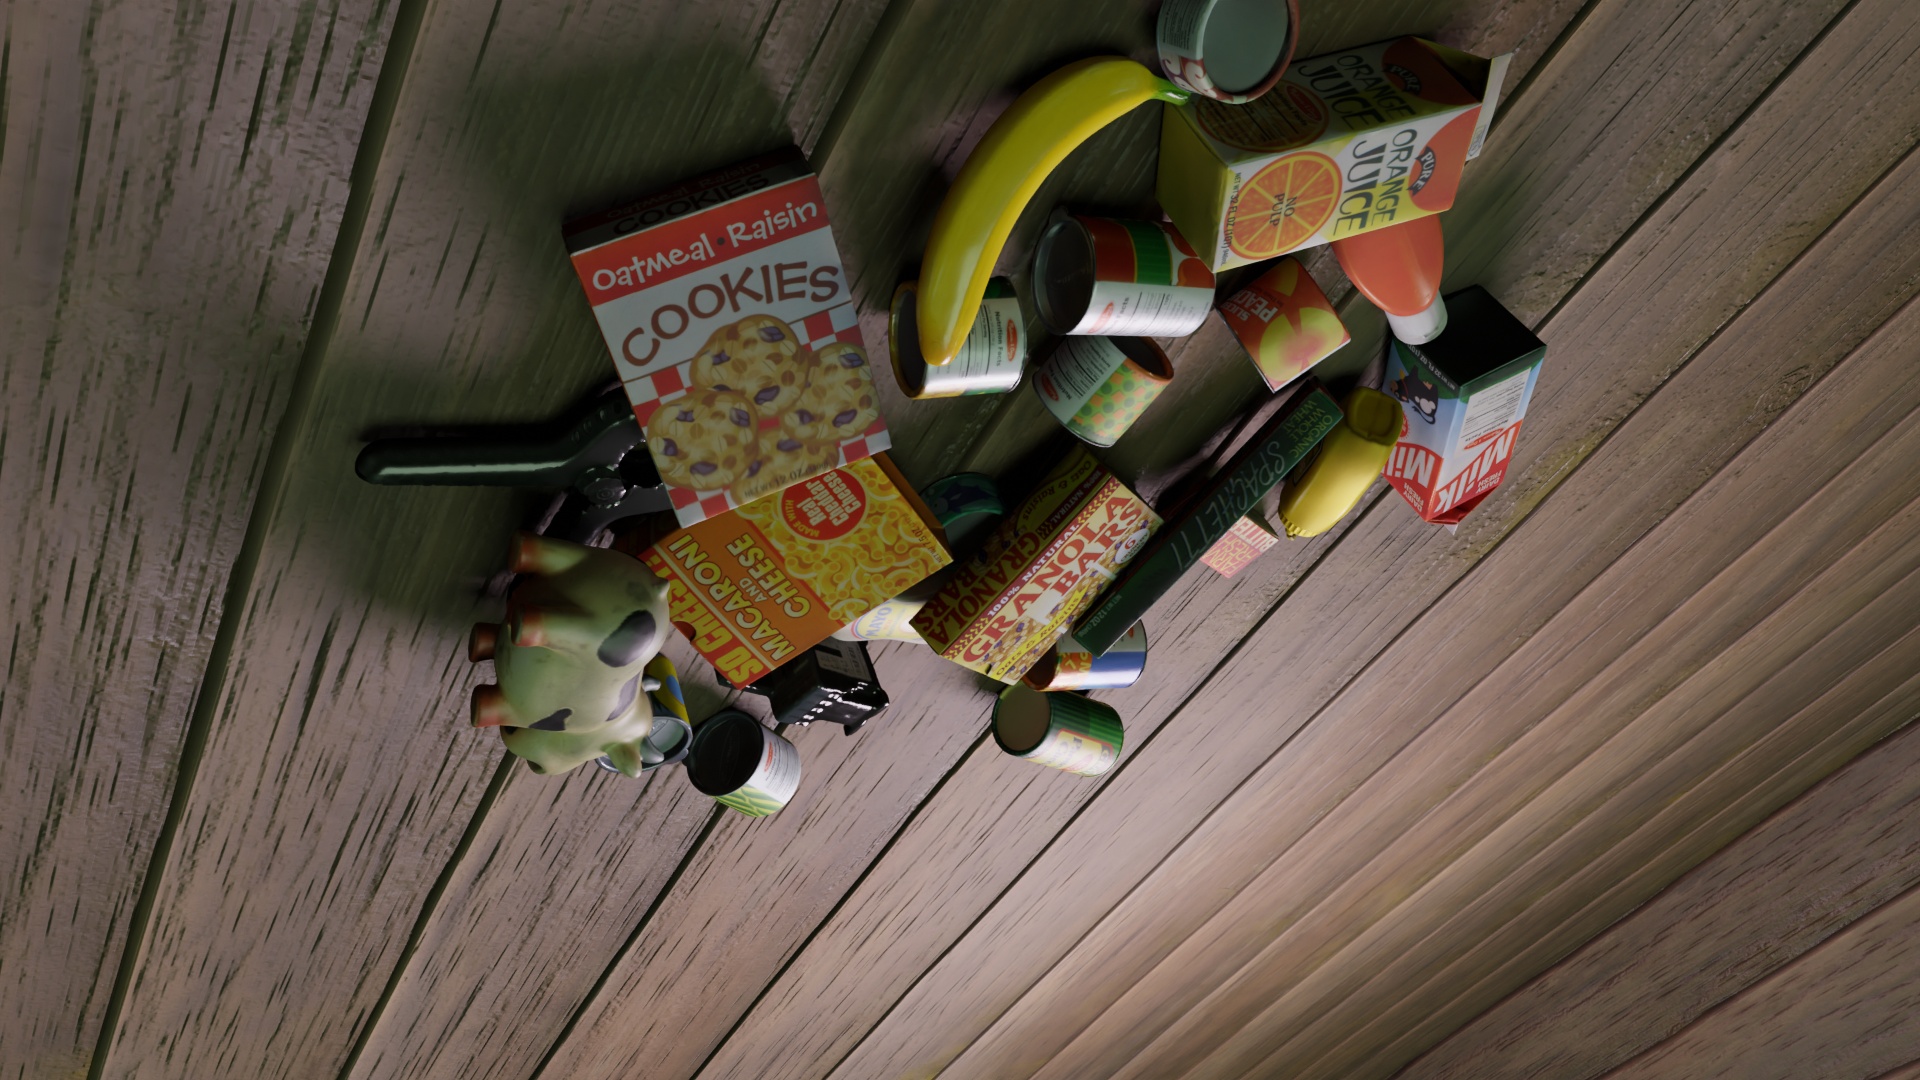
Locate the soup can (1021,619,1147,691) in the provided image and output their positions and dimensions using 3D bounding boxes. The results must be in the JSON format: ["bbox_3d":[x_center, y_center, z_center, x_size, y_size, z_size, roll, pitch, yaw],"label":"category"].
[{"bbox_3d":[0.091,0.085,1.080,0.084,0.071,0.071,1,137,-30],"label":"soup can"}]

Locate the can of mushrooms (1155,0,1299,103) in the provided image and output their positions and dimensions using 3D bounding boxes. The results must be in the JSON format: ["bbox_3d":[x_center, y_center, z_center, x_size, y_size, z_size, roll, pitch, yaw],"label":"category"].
[{"bbox_3d":[0.135,-0.252,0.690,0.071,0.033,0.070,-16,123,-25],"label":"can of mushrooms"}]

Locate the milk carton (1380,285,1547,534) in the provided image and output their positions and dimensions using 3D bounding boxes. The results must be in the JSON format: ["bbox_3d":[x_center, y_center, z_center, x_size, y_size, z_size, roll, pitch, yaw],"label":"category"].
[{"bbox_3d":[0.352,-0.083,1.008,0.073,0.072,0.189,-25,144,-11],"label":"milk carton"}]

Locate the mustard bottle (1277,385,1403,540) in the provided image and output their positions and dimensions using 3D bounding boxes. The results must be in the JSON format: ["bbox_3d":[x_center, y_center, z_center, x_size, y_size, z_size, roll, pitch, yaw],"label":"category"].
[{"bbox_3d":[0.270,-0.044,1.024,0.049,0.066,0.159,26,143,3],"label":"mustard bottle"}]

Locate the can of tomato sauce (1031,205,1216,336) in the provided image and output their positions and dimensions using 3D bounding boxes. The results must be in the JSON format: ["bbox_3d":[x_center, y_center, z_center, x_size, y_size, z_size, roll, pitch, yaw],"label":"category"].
[{"bbox_3d":[0.092,-0.151,0.786,0.083,0.071,0.070,-3,139,-28],"label":"can of tomato sauce"}]

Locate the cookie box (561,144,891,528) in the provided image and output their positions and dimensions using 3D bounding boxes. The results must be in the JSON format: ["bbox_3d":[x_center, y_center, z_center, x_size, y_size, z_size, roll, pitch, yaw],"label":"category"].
[{"bbox_3d":[-0.115,-0.102,0.712,0.123,0.040,0.166,-22,129,-10],"label":"cookie box"}]

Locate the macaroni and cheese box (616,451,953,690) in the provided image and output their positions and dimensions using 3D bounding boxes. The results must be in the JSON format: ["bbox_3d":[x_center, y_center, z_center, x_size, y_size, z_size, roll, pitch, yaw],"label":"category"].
[{"bbox_3d":[-0.108,0.005,0.856,0.166,0.040,0.123,-32,123,9],"label":"macaroni and cheese box"}]

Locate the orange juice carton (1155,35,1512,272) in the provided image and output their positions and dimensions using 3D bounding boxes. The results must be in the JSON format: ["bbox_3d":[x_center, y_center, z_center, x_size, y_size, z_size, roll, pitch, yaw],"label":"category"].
[{"bbox_3d":[0.211,-0.217,0.762,0.193,0.073,0.071,-17,143,-12],"label":"orange juice carton"}]

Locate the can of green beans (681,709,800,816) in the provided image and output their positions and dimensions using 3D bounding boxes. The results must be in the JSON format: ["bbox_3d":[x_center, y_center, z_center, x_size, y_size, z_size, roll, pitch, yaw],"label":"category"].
[{"bbox_3d":[-0.161,0.167,1.038,0.071,0.071,0.057,-30,144,8],"label":"can of green beans"}]

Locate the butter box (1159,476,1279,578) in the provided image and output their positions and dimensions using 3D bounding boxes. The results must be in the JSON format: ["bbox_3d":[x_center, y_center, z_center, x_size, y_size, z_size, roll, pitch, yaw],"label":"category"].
[{"bbox_3d":[0.197,-0.008,1.059,0.053,0.024,0.103,-40,141,19],"label":"butter box"}]

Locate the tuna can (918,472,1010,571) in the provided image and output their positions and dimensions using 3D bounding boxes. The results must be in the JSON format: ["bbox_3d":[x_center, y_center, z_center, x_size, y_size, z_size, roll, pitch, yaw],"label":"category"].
[{"bbox_3d":[0.003,-0.012,0.936,0.071,0.033,0.070,-15,143,-12],"label":"tuna can"}]

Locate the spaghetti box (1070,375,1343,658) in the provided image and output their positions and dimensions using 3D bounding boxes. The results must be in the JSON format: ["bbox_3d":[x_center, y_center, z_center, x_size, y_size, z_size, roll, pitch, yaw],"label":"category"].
[{"bbox_3d":[0.173,-0.015,0.987,0.249,0.028,0.050,-47,-177,17],"label":"spaghetti box"}]

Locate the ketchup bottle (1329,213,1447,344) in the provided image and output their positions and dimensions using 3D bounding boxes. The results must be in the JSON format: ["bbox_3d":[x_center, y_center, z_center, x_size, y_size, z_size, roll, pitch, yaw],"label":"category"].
[{"bbox_3d":[0.275,-0.176,0.876,0.064,0.044,0.148,-32,144,12],"label":"ketchup bottle"}]

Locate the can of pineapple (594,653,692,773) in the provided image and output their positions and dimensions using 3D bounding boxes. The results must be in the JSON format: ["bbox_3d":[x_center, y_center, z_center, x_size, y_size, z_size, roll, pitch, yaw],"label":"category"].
[{"bbox_3d":[-0.221,0.118,0.948,0.071,0.058,0.070,-15,143,-12],"label":"can of pineapple"}]

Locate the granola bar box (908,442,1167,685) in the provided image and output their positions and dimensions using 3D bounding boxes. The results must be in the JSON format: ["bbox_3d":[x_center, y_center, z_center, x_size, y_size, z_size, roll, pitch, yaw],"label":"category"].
[{"bbox_3d":[0.057,0.021,0.954,0.165,0.039,0.124,-47,151,7],"label":"granola bar box"}]

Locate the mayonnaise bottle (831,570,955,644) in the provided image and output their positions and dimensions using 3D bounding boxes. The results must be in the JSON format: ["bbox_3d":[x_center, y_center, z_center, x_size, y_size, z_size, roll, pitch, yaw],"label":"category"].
[{"bbox_3d":[-0.061,0.043,0.961,0.148,0.041,0.064,2,135,-32],"label":"mayonnaise bottle"}]

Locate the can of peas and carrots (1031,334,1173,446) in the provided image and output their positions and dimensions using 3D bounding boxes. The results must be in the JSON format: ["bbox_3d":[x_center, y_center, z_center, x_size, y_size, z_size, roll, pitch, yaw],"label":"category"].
[{"bbox_3d":[0.088,-0.100,0.846,0.071,0.071,0.058,14,129,-41],"label":"can of peas and carrots"}]

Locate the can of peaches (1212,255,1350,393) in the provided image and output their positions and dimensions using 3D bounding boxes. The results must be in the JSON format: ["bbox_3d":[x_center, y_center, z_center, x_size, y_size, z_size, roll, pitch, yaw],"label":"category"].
[{"bbox_3d":[0.199,-0.136,0.865,0.058,0.071,0.071,-34,143,13],"label":"can of peaches"}]

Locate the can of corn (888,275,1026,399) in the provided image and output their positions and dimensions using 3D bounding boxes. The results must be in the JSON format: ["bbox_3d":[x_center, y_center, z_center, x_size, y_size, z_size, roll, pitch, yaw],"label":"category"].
[{"bbox_3d":[-0.004,-0.114,0.778,0.058,0.071,0.070,-7,140,-22],"label":"can of corn"}]

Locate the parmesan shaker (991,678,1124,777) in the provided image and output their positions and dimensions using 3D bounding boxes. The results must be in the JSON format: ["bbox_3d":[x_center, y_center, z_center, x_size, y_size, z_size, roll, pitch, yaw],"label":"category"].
[{"bbox_3d":[0.080,0.159,1.168,0.071,0.071,0.103,-42,141,22],"label":"parmesan shaker"}]
